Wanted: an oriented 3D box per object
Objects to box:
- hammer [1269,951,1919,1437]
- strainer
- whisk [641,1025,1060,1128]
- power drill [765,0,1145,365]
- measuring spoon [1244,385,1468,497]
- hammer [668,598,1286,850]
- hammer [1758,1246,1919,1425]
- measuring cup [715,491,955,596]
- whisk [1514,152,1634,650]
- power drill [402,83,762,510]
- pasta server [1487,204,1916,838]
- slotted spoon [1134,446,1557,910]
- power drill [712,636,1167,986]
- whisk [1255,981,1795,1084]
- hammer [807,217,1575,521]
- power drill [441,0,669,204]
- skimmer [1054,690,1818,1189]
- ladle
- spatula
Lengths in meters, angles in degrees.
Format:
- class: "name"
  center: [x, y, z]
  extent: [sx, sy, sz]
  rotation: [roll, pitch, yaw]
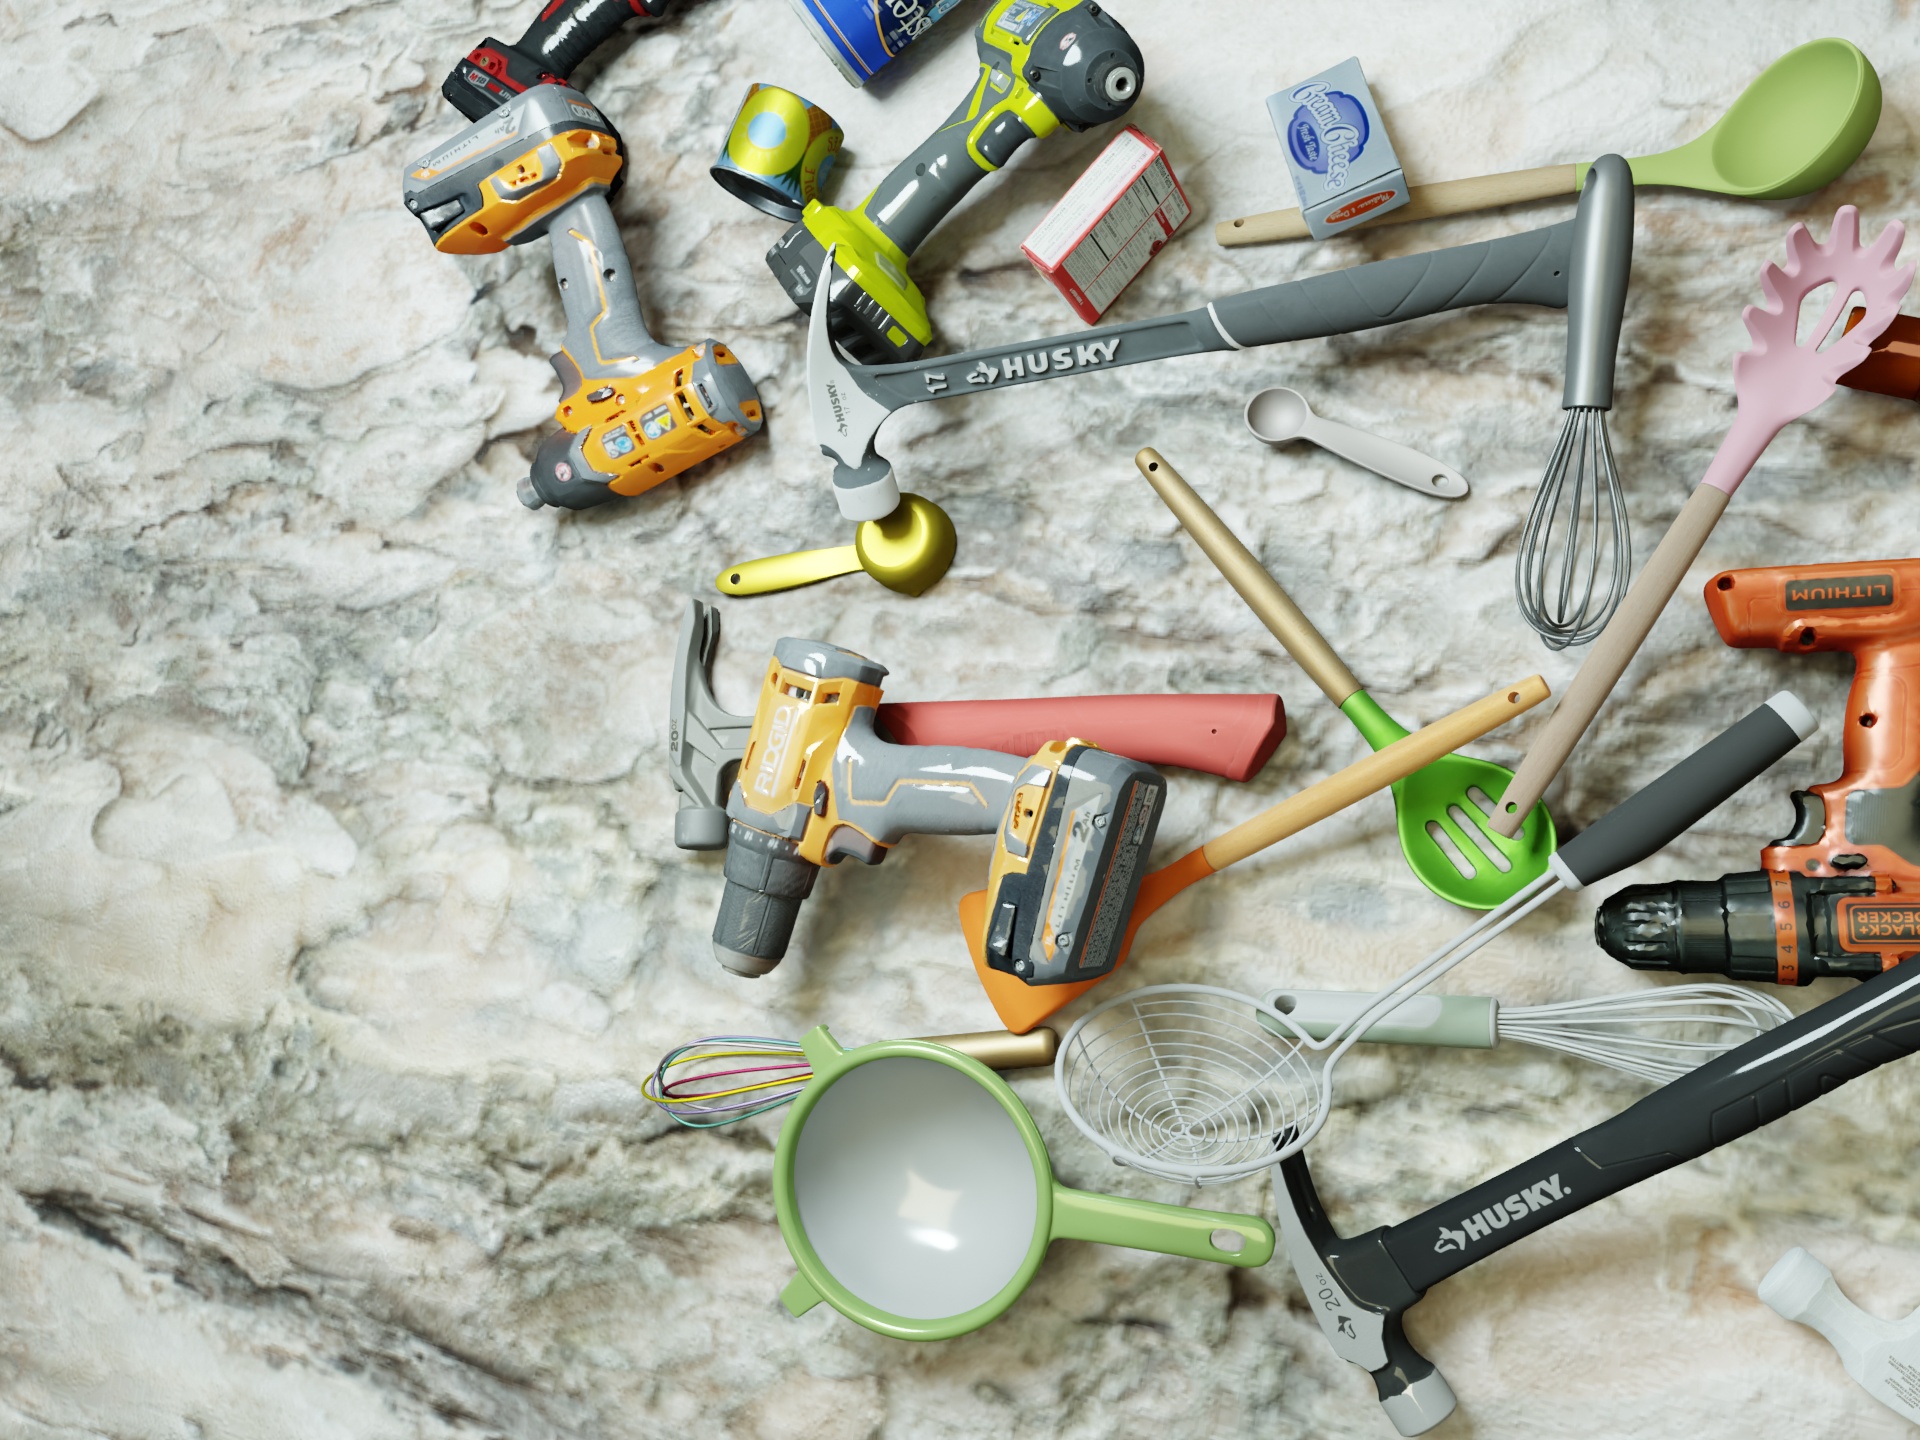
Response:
- class: "hammer"
  center: [0.288, 0.182, 0.695]
  extent: [0.334, 0.035, 0.146]
  rotation: [-39, 75, 26]
- class: "strainer"
  center: [0.033, 0.241, 0.814]
  extent: [0.256, 0.069, 0.151]
  rotation: [4, 90, 16]
- class: "whisk"
  center: [-0.065, 0.192, 0.874]
  extent: [0.245, 0.047, 0.051]
  rotation: [-9, 77, 17]
- class: "power drill"
  center: [0.001, -0.302, 0.881]
  extent: [0.223, 0.080, 0.171]
  rotation: [-46, 32, 11]
- class: "measuring spoon"
  center: [0.208, -0.141, 0.839]
  extent: [0.124, 0.018, 0.034]
  rotation: [26, 75, 17]
- class: "hammer"
  center: [-0.001, -0.003, 0.885]
  extent: [0.359, 0.036, 0.149]
  rotation: [-2, 80, 22]
- class: "hammer"
  center: [0.497, 0.164, 0.659]
  extent: [0.128, 0.033, 0.331]
  rotation: [42, 97, 23]
- class: "measuring cup"
  center: [-0.080, -0.097, 0.935]
  extent: [0.156, 0.029, 0.062]
  rotation: [-9, 78, 18]
- class: "whisk"
  center: [0.302, -0.152, 0.765]
  extent: [0.055, 0.055, 0.239]
  rotation: [5, 93, 22]
- class: "power drill"
  center: [-0.240, -0.243, 0.966]
  extent: [0.164, 0.084, 0.226]
  rotation: [-25, 98, 16]
- class: "pasta server"
  center: [0.330, -0.084, 0.728]
  extent: [0.060, 0.040, 0.316]
  rotation: [34, 97, 30]
- class: "slotted spoon"
  center: [0.187, -0.031, 0.820]
  extent: [0.070, 0.031, 0.314]
  rotation: [-41, 67, 10]
- class: "power drill"
  center: [-0.026, 0.070, 0.825]
  extent: [0.226, 0.084, 0.185]
  rotation: [18, 92, 27]
- class: "whisk"
  center: [0.260, 0.143, 0.751]
  extent: [0.246, 0.059, 0.058]
  rotation: [-2, 48, 26]
- class: "hammer"
  center: [0.117, -0.205, 0.822]
  extent: [0.409, 0.149, 0.036]
  rotation: [-9, 37, 8]
- class: "power drill"
  center: [-0.220, -0.454, 1.030]
  extent: [0.143, 0.078, 0.219]
  rotation: [37, 93, 22]
- class: "skimmer"
  center: [0.208, 0.088, 0.717]
  extent: [0.363, 0.090, 0.127]
  rotation: [-39, 27, 15]
- class: "ladle"
  center: [0.284, -0.280, 0.809]
  extent: [0.320, 0.062, 0.078]
  rotation: [-2, 63, 24]
- class: "spatula"
  center: [0.143, 0.059, 0.798]
  extent: [0.322, 0.041, 0.081]
  rotation: [-32, 69, 25]
